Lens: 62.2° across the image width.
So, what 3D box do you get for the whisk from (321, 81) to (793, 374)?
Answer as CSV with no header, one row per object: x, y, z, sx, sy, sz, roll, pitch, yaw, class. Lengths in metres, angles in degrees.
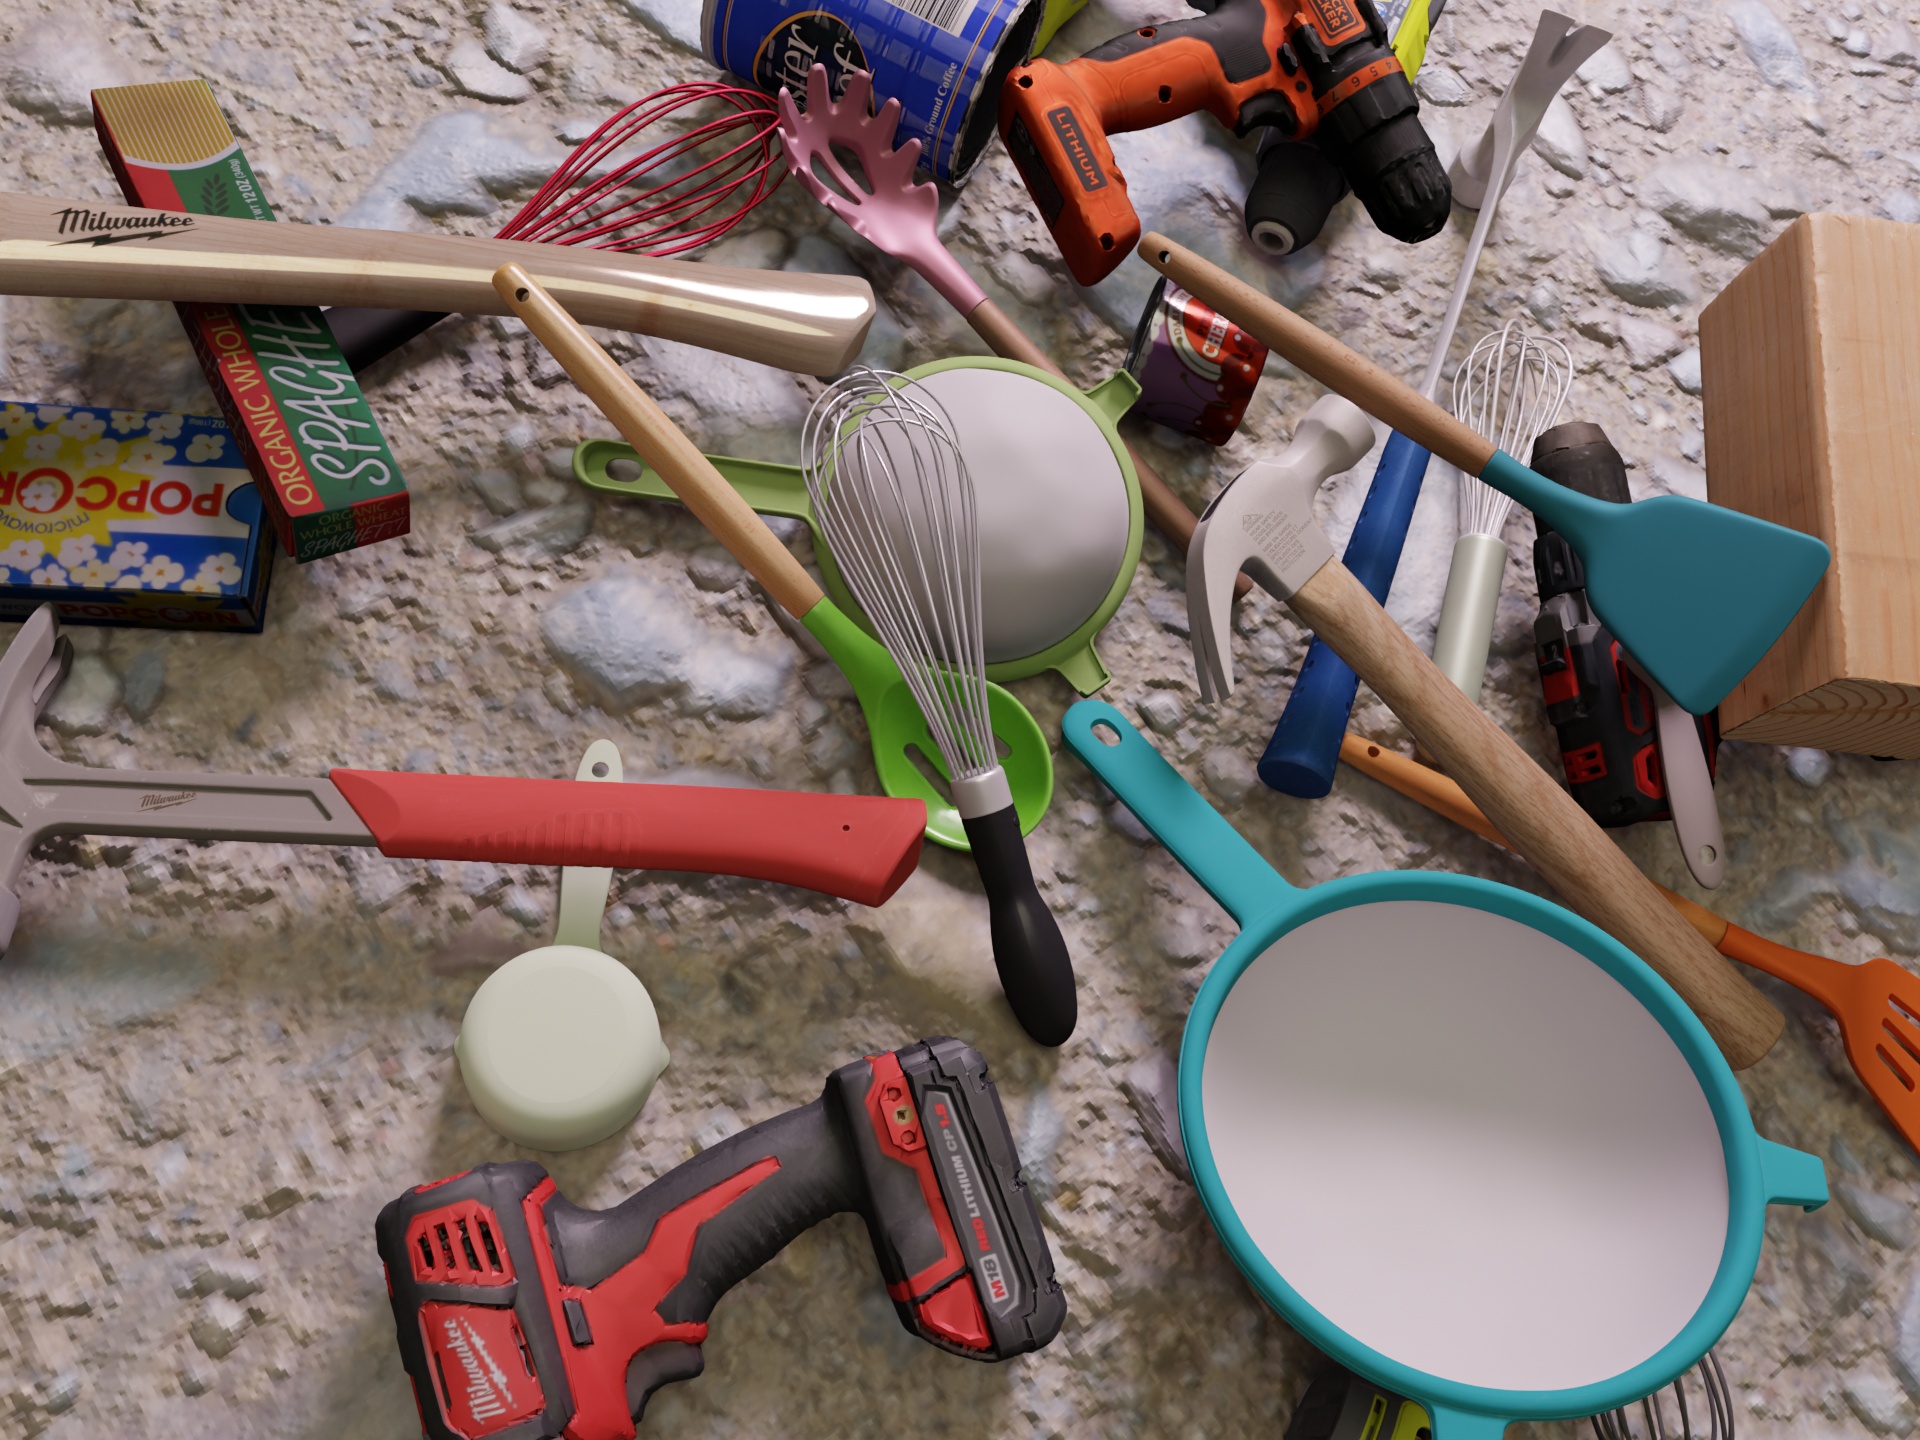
-0.202,-0.216,0.730,0.296,0.073,0.073,-33,77,-15,whisk

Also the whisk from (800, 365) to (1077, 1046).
-0.001,-0.002,0.633,0.070,0.070,0.284,-19,97,-18,whisk

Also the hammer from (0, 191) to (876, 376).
-0.237,-0.195,0.662,0.410,0.038,0.146,0,62,-21,hammer

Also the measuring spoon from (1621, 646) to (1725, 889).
0.313,0.011,0.683,0.034,0.018,0.124,-8,83,-8,measuring spoon

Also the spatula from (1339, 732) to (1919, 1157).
0.315,0.089,0.719,0.322,0.041,0.081,28,65,6,spatula

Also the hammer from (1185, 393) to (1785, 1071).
0.224,0.023,0.675,0.130,0.031,0.331,-44,92,-11,hammer

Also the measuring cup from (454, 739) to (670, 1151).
-0.151,0.081,0.623,0.083,0.038,0.168,6,69,-8,measuring cup

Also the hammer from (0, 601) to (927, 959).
-0.193,0.030,0.616,0.359,0.036,0.149,3,53,-8,hammer

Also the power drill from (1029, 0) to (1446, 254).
0.129,-0.365,0.841,0.228,0.080,0.191,27,74,-2,power drill

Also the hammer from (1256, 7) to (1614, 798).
0.221,-0.154,0.756,0.035,0.144,0.406,22,72,3,hammer

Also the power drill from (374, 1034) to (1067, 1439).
-0.083,0.205,0.565,0.219,0.078,0.143,-16,77,-13,power drill

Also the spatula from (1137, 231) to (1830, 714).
0.204,-0.126,0.681,0.317,0.082,0.044,36,21,13,spatula

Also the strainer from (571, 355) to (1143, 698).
-0.043,-0.101,0.687,0.256,0.069,0.151,7,83,-3,strainer

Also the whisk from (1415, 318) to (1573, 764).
0.254,-0.090,0.771,0.058,0.059,0.246,5,66,31,whisk

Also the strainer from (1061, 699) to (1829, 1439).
0.146,0.128,0.644,0.211,0.095,0.341,-27,56,-22,strainer

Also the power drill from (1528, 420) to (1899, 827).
0.375,-0.055,0.746,0.226,0.080,0.188,-7,82,-10,power drill

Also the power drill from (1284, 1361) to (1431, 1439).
0.164,0.366,0.548,0.171,0.080,0.223,31,63,4,power drill

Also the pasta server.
0.028,-0.177,0.746,0.060,0.040,0.316,-42,89,-18,pasta server

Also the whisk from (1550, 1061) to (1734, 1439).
0.263,0.192,0.652,0.055,0.055,0.239,0,63,-11,whisk

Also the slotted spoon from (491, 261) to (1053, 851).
-0.078,-0.067,0.660,0.070,0.031,0.313,-43,99,0,slotted spoon
